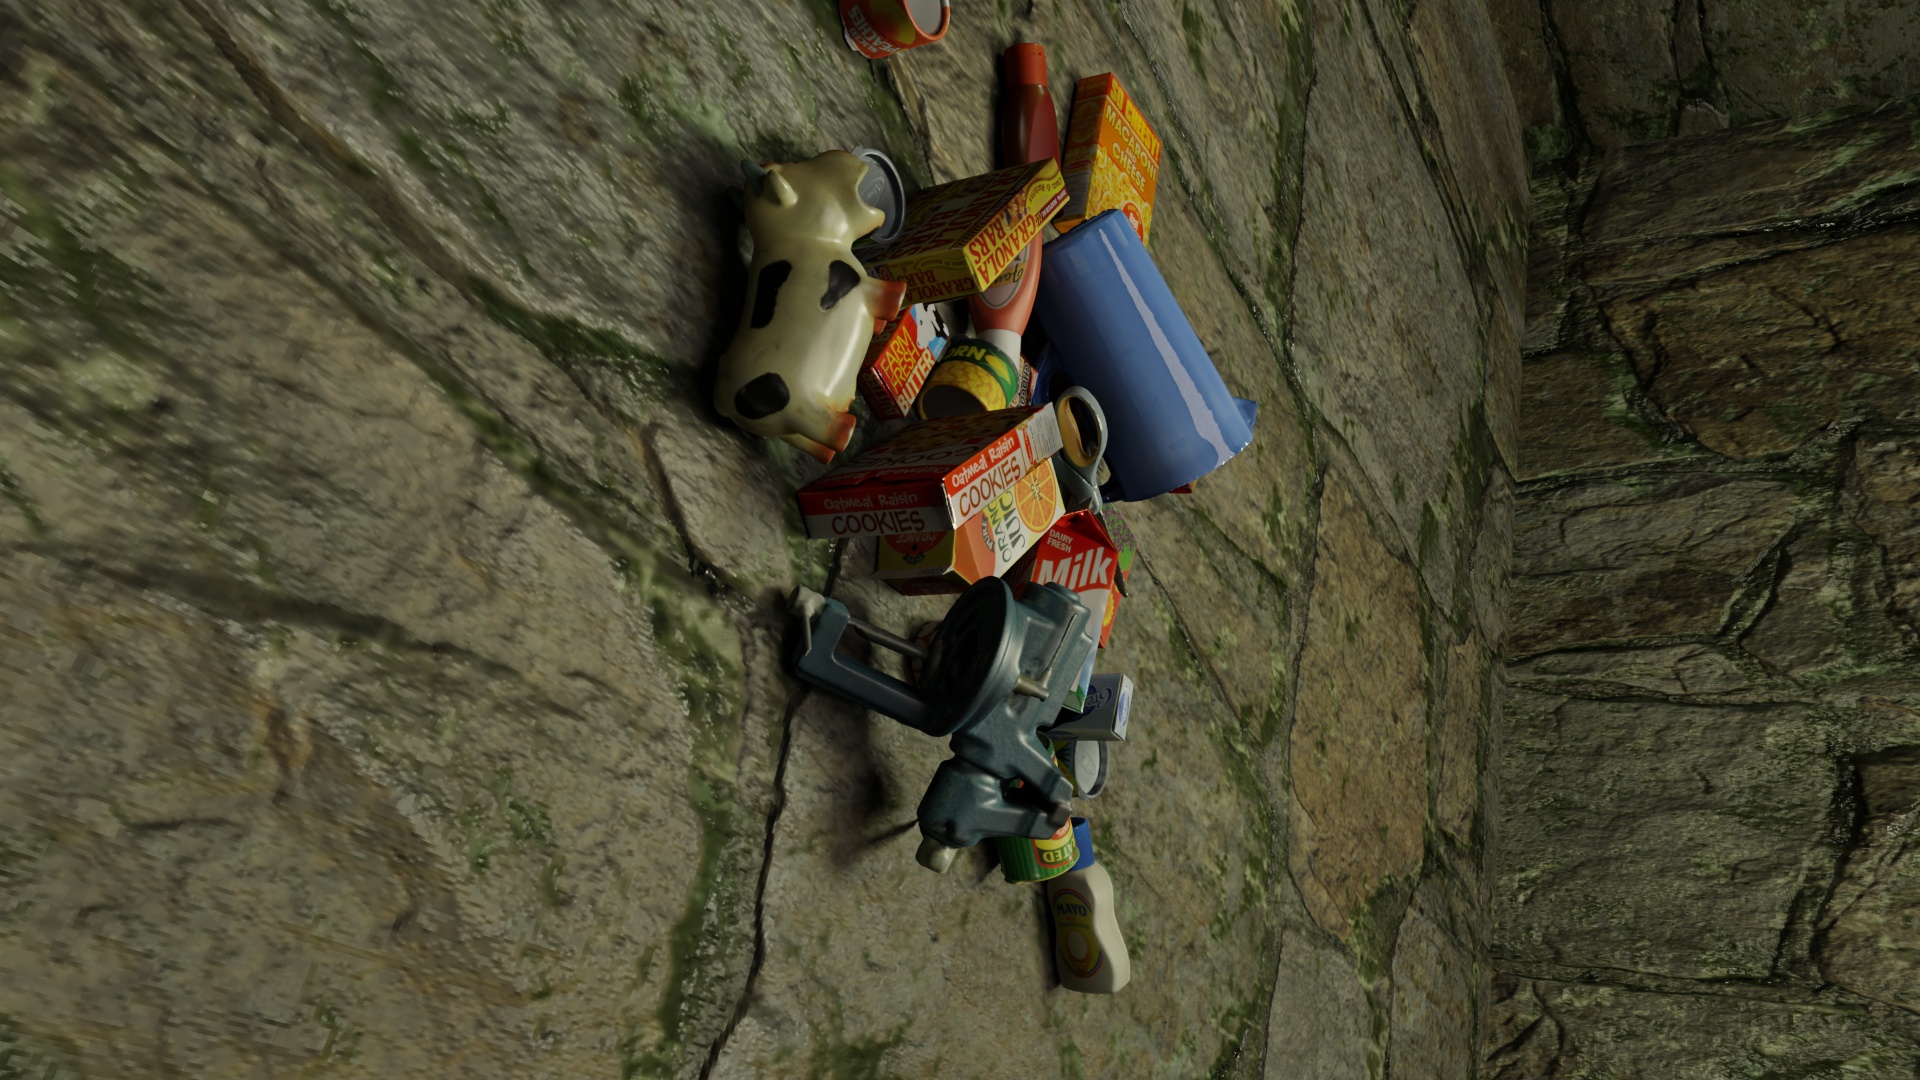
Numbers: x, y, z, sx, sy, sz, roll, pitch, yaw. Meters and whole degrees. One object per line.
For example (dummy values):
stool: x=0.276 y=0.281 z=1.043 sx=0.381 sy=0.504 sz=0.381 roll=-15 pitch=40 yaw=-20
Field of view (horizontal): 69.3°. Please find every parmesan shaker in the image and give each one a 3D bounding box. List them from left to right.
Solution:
parmesan shaker: x=0.053 y=0.218 z=1.134 sx=0.071 sy=0.071 sz=0.102 roll=-35 pitch=116 yaw=-53

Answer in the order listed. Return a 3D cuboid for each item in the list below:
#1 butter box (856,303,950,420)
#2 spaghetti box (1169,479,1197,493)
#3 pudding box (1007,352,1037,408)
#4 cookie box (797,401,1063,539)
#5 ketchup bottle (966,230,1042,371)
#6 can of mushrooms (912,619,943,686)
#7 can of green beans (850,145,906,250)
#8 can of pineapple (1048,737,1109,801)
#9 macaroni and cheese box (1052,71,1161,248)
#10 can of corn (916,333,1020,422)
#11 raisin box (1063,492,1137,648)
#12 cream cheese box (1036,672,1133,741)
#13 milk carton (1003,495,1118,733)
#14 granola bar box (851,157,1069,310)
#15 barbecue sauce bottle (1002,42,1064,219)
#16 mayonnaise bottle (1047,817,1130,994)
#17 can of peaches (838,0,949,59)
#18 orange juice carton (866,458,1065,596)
butter box: x=-0.044 y=-0.144 z=1.057 sx=0.053 sy=0.024 sz=0.104 roll=60 pitch=41 yaw=-36
spaghetti box: x=0.193 y=-0.153 z=1.424 sx=0.249 sy=0.028 sz=0.050 roll=59 pitch=42 yaw=-36
pudding box: x=0.035 y=-0.119 z=1.173 sx=0.049 sy=0.030 sz=0.084 roll=45 pitch=51 yaw=-47
cookie box: x=-0.019 y=-0.051 z=0.995 sx=0.168 sy=0.123 sz=0.040 roll=-38 pitch=118 yaw=-52
ketchup bottle: x=0.033 y=-0.203 z=1.145 sx=0.043 sy=0.065 sz=0.149 roll=50 pitch=41 yaw=-74
can of mushrooms: x=-0.007 y=0.096 z=1.082 sx=0.071 sy=0.033 sz=0.071 roll=8 pitch=80 yaw=-58
can of green beans: x=-0.080 y=-0.237 z=0.978 sx=0.071 sy=0.058 sz=0.071 roll=8 pitch=80 yaw=-57
can of pineapple: x=0.088 y=0.189 z=1.199 sx=0.071 sy=0.058 sz=0.071 roll=9 pitch=79 yaw=-57
macaroni and cheese box: x=0.146 y=-0.351 z=1.360 sx=0.123 sy=0.040 sz=0.167 roll=36 pitch=58 yaw=-50
can of corn: x=0.004 y=-0.118 z=1.092 sx=0.071 sy=0.071 sz=0.058 roll=63 pitch=40 yaw=-32
raisin box: x=0.118 y=0.025 z=1.281 sx=0.085 sy=0.040 sz=0.124 roll=56 pitch=44 yaw=-40
cream cheese box: x=0.092 y=0.140 z=1.168 sx=0.024 sy=0.103 sz=0.053 roll=45 pitch=50 yaw=-44
milk carton: x=0.075 y=0.054 z=1.156 sx=0.073 sy=0.072 sz=0.191 roll=24 pitch=62 yaw=-14
granola bar box: x=-0.007 y=-0.224 z=1.030 sx=0.166 sy=0.124 sz=0.039 roll=-53 pitch=129 yaw=-45
barbecue sauce bottle: x=0.062 y=-0.360 z=1.227 sx=0.065 sy=0.043 sz=0.148 roll=-3 pitch=89 yaw=-58
mayonnaise bottle: x=0.106 y=0.319 z=1.215 sx=0.041 sy=0.064 sz=0.148 roll=-16 pitch=96 yaw=-53
can of peaches: x=-0.050 y=-0.400 z=1.043 sx=0.071 sy=0.058 sz=0.071 roll=10 pitch=79 yaw=-57
orange juice carton: x=0.004 y=-0.013 z=1.075 sx=0.194 sy=0.072 sz=0.072 roll=-42 pitch=121 yaw=-51
